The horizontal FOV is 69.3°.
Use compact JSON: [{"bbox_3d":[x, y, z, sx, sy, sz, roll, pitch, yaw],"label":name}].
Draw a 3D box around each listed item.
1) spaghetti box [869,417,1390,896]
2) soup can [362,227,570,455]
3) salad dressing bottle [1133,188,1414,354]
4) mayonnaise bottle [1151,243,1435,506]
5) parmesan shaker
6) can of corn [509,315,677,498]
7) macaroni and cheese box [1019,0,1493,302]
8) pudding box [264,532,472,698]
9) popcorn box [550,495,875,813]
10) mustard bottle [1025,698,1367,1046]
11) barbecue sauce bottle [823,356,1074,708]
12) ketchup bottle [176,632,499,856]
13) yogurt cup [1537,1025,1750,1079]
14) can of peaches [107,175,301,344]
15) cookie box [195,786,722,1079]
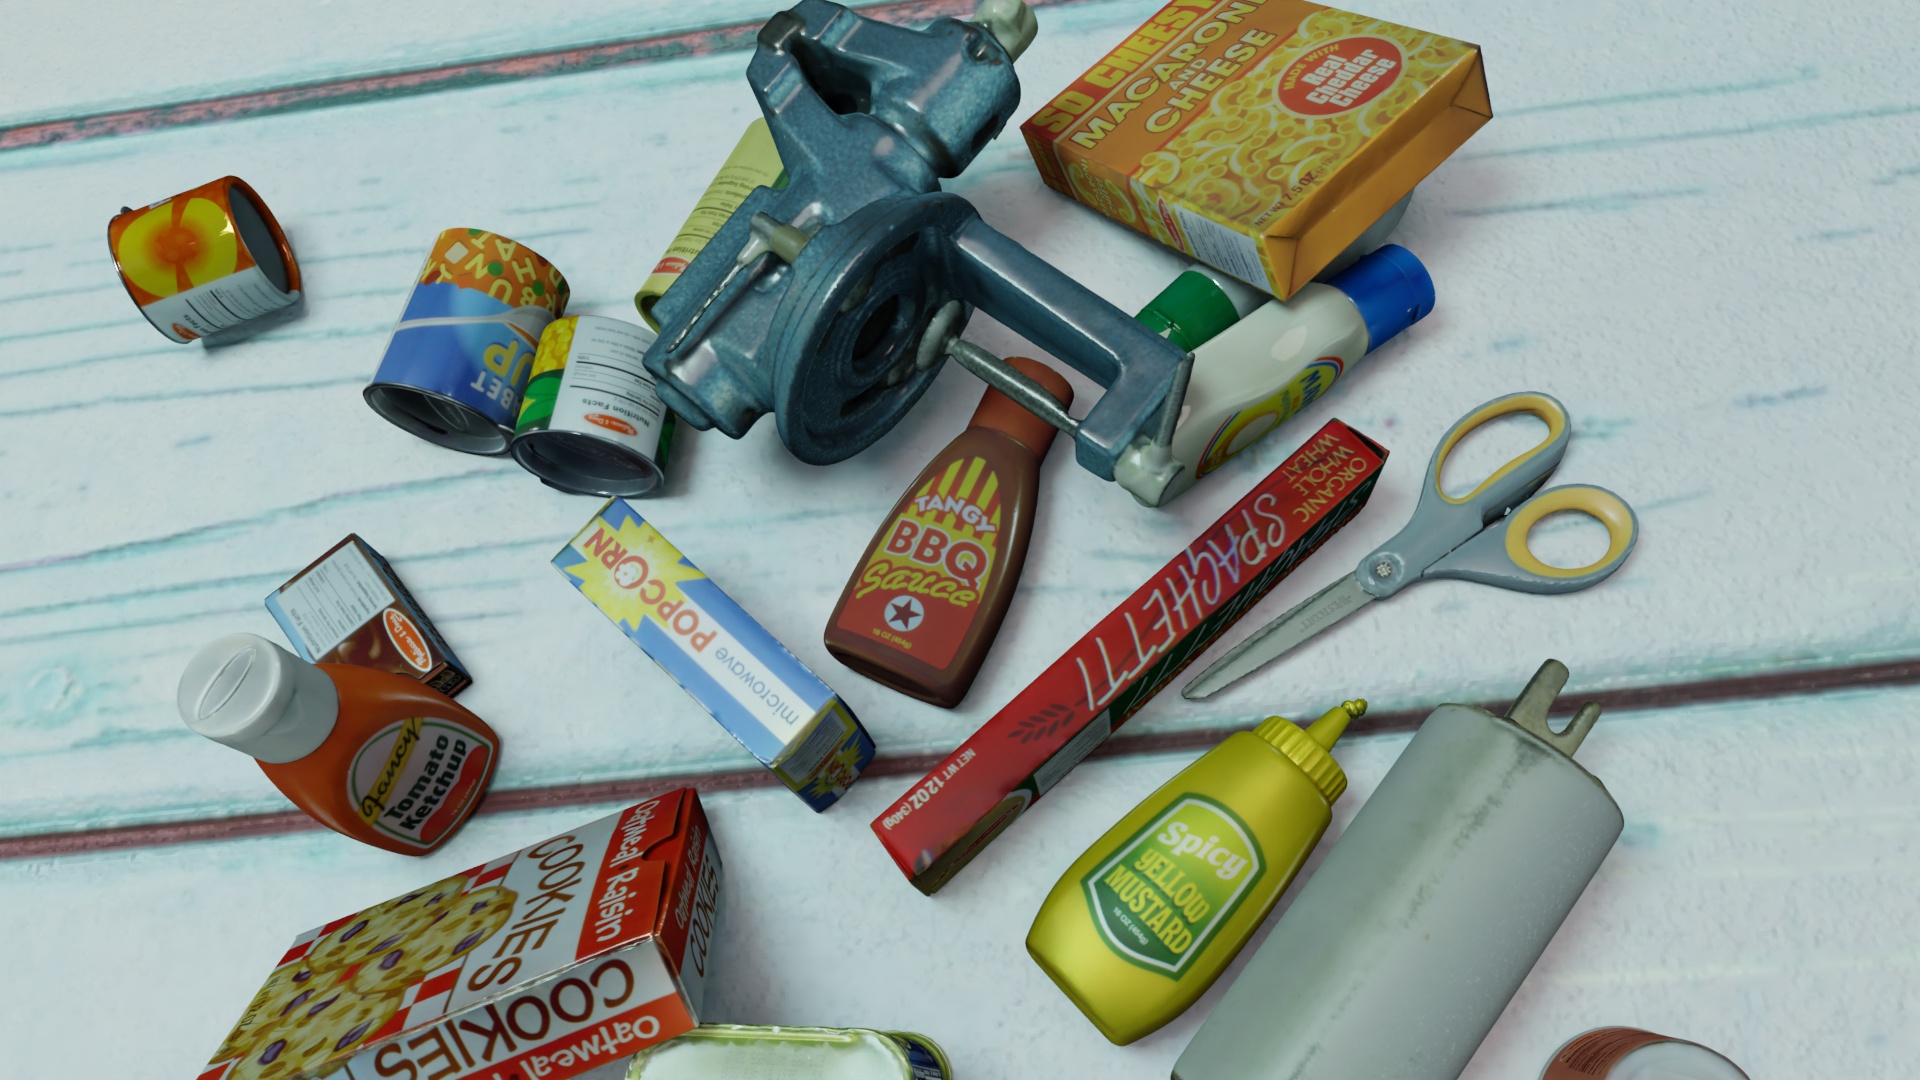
[{"bbox_3d":[0.070,0.044,0.550,0.250,0.050,0.029,-40,70,-10],"label":"spaghetti box"},{"bbox_3d":[-0.221,-0.089,0.635,0.071,0.071,0.084,11,69,11],"label":"soup can"},{"bbox_3d":[0.137,-0.129,0.618,0.148,0.043,0.064,-42,60,-9],"label":"salad dressing bottle"},{"bbox_3d":[0.133,-0.074,0.587,0.148,0.064,0.041,-33,67,-11],"label":"mayonnaise bottle"},{"bbox_3d":[-0.091,-0.133,0.635,0.071,0.071,0.103,24,72,16],"label":"parmesan shaker"},{"bbox_3d":[-0.160,-0.058,0.615,0.071,0.071,0.058,4,68,9],"label":"can of corn"},{"bbox_3d":[0.123,-0.182,0.609,0.124,0.040,0.167,-41,44,-8],"label":"macaroni and cheese box"},{"bbox_3d":[-0.257,0.044,0.602,0.050,0.030,0.084,-40,68,-11],"label":"pudding box"},{"bbox_3d":[-0.095,0.047,0.550,0.127,0.085,0.038,39,78,20],"label":"popcorn box"},{"bbox_3d":[0.096,0.112,0.519,0.160,0.048,0.065,-44,71,-11],"label":"mustard bottle"},{"bbox_3d":[0.002,-0.007,0.584,0.065,0.043,0.149,21,71,16],"label":"barbecue sauce bottle"},{"bbox_3d":[-0.231,0.075,0.521,0.043,0.148,0.065,24,73,17],"label":"ketchup bottle"},{"bbox_3d":[0.233,0.196,0.463,0.072,0.053,0.072,-2,67,6],"label":"yogurt cup"},{"bbox_3d":[-0.364,-0.138,0.671,0.058,0.071,0.071,-21,67,-2],"label":"can of peaches"},{"bbox_3d":[-0.172,0.155,0.496,0.167,0.123,0.040,-21,104,-2],"label":"cookie box"}]
